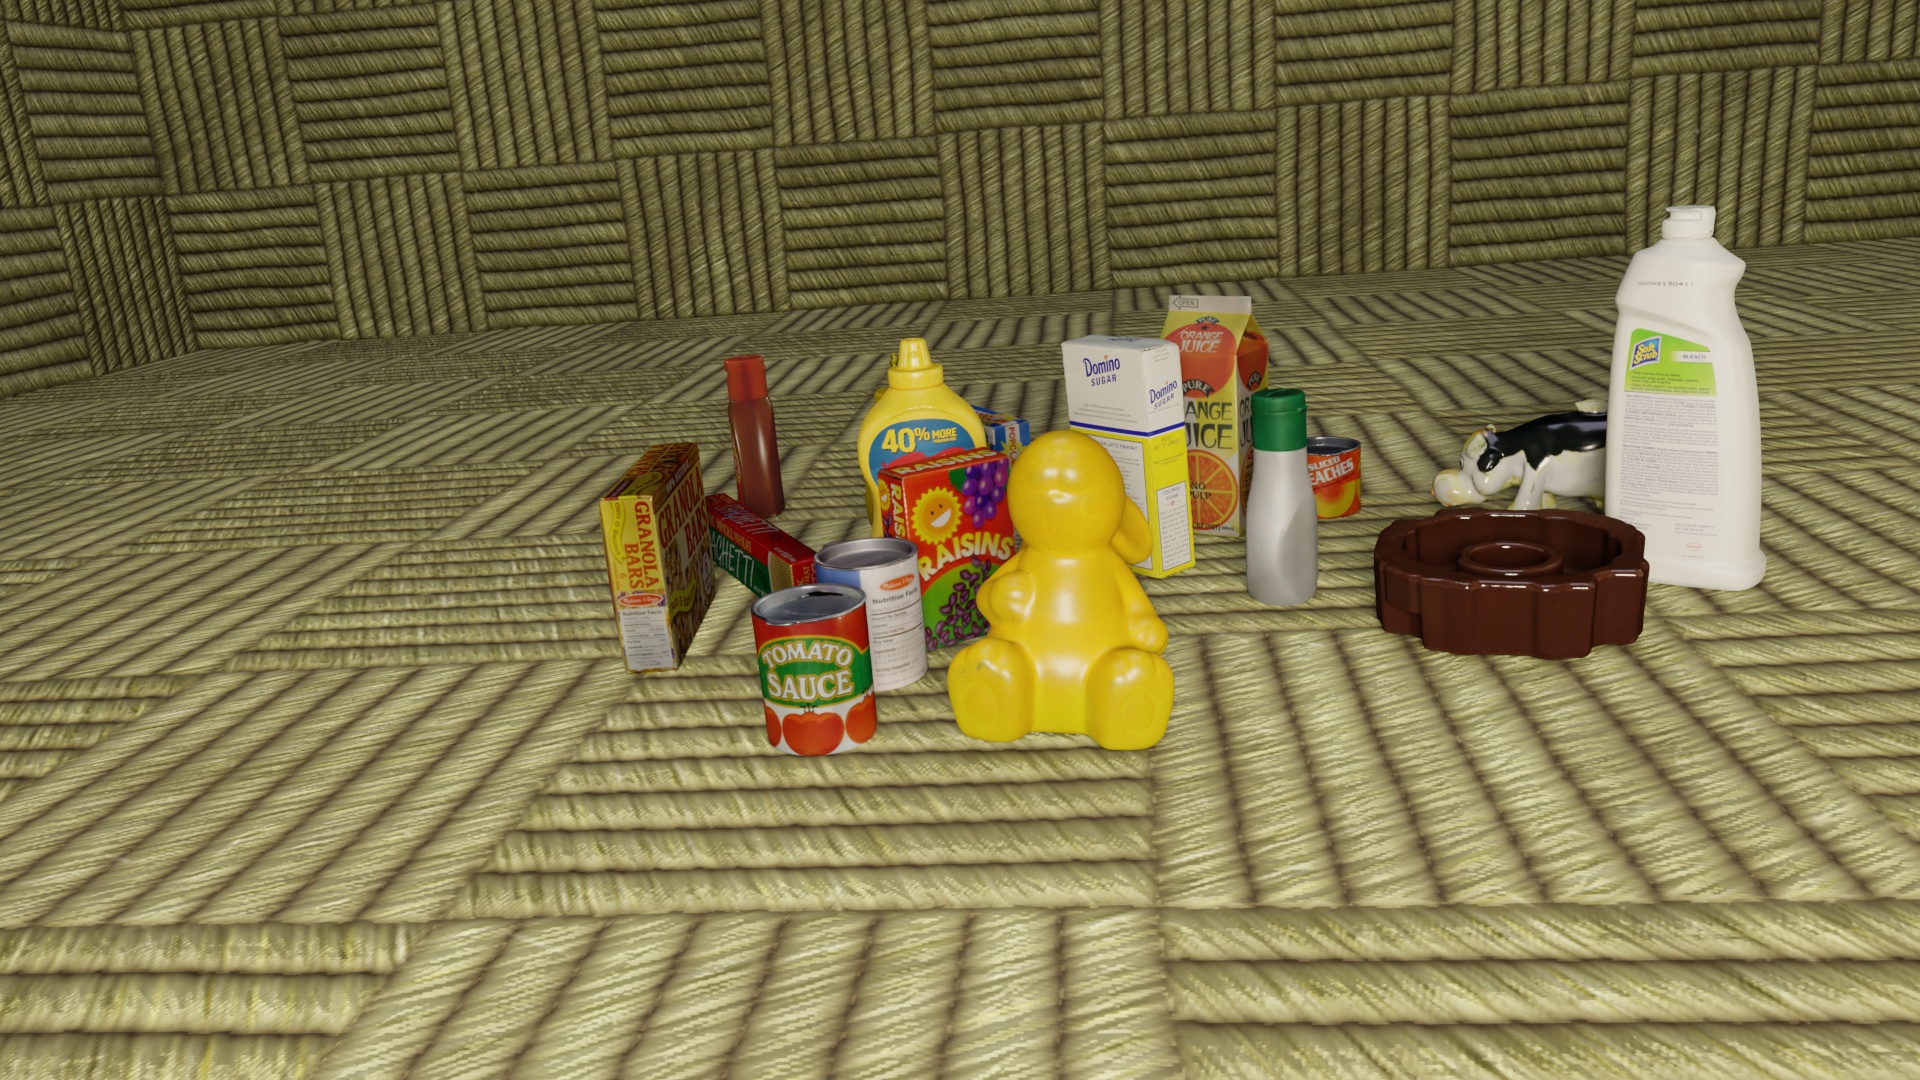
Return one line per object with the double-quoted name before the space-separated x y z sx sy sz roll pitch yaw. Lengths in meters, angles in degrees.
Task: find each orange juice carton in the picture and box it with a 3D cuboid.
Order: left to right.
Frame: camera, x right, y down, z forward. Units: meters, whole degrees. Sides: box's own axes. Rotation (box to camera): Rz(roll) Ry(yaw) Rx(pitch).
"orange juice carton" 0.208 -0.106 1.144 0.072 0.192 0.073 5 19 32

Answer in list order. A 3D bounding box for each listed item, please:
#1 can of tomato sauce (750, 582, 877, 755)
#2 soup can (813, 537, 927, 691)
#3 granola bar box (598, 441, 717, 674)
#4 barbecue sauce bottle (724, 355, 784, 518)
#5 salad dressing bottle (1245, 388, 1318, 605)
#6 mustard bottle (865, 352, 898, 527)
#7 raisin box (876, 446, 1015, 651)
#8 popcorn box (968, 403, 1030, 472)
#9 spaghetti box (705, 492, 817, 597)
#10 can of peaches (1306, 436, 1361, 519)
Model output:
"can of tomato sauce" -0.084 0.075 0.804 0.071 0.082 0.071 -4 16 1
"soup can" -0.058 0.046 0.892 0.071 0.083 0.071 -4 16 1
"granola bar box" -0.213 0.008 0.993 0.039 0.123 0.166 -4 16 1
"barbecue sauce bottle" -0.195 -0.098 1.306 0.044 0.148 0.065 -6 16 -6
"salad dressing bottle" 0.222 -0.031 0.964 0.044 0.147 0.064 9 20 39
"mustard bottle" -0.051 -0.079 1.181 0.065 0.159 0.049 -17 20 -37
"raisin box" -0.007 0.005 0.947 0.086 0.123 0.040 -13 18 -28
"popcorn box" 0.020 -0.076 1.285 0.038 0.085 0.127 -12 18 -25
"spaghetti box" -0.162 0.010 1.101 0.029 0.050 0.250 -12 18 -24
"can of peaches" 0.306 -0.053 1.177 0.071 0.058 0.071 -4 16 1
